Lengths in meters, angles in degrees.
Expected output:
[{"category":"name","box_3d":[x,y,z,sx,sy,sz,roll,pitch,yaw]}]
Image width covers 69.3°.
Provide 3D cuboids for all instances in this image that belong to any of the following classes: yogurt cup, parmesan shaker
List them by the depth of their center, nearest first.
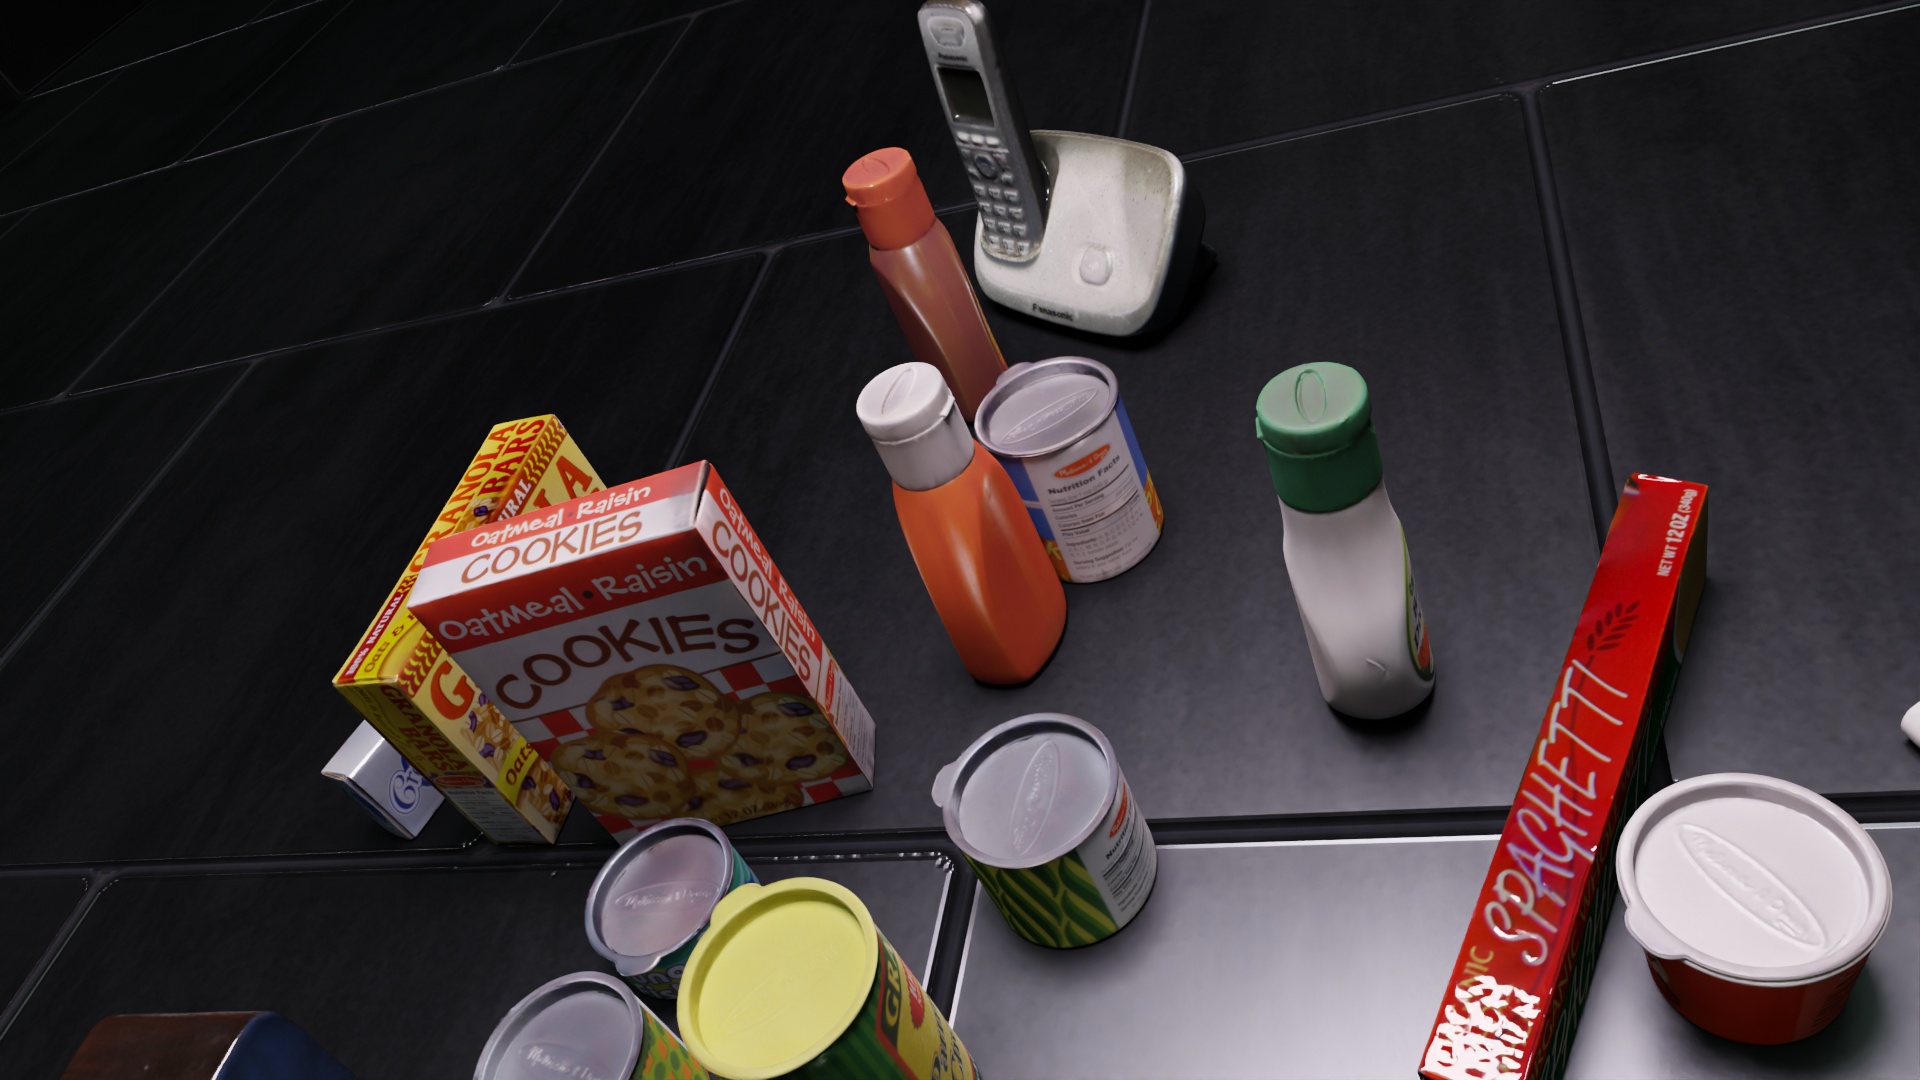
[{"category":"yogurt cup","box_3d":[0.231,0.111,0.408,0.072,0.053,0.073,-15,41,13]},{"category":"parmesan shaker","box_3d":[-0.040,0.165,0.455,0.071,0.102,0.072,-15,41,13]}]

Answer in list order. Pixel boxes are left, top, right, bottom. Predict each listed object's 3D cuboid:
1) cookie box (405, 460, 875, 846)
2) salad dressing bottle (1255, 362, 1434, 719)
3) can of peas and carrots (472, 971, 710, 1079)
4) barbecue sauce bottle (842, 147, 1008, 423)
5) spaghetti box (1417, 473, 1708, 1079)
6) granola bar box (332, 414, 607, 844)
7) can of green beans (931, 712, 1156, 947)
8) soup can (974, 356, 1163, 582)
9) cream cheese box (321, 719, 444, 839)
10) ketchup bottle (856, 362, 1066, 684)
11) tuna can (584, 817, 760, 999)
[{"category":"cookie box","box_3d":[-0.123,0.053,0.570,0.123,0.166,0.040,-15,41,13]},{"category":"salad dressing bottle","box_3d":[0.139,0.003,0.501,0.044,0.147,0.064,-11,42,18]},{"category":"can of peas and carrots","box_3d":[-0.132,0.201,0.498,0.071,0.058,0.071,-15,41,13]},{"category":"barbecue sauce bottle","box_3d":[-0.017,-0.133,0.731,0.044,0.148,0.065,-32,40,-7]},{"category":"spaghetti box","box_3d":[0.205,0.082,0.457,0.028,0.050,0.251,9,51,35]},{"category":"granola bar box","box_3d":[-0.209,0.041,0.662,0.039,0.123,0.166,-7,43,22]},{"category":"can of green beans","box_3d":[0.034,0.107,0.513,0.071,0.057,0.071,-15,41,13]},{"category":"soup can","box_3d":[0.050,-0.033,0.637,0.071,0.083,0.072,-15,41,13]},{"category":"cream cheese box","box_3d":[-0.261,0.091,0.691,0.024,0.053,0.104,5,49,32]},{"category":"ketchup bottle","box_3d":[0.002,-0.007,0.584,0.043,0.148,0.065,-1,46,27]},{"category":"tuna can","box_3d":[-0.116,0.151,0.564,0.071,0.032,0.071,-15,41,13]}]
